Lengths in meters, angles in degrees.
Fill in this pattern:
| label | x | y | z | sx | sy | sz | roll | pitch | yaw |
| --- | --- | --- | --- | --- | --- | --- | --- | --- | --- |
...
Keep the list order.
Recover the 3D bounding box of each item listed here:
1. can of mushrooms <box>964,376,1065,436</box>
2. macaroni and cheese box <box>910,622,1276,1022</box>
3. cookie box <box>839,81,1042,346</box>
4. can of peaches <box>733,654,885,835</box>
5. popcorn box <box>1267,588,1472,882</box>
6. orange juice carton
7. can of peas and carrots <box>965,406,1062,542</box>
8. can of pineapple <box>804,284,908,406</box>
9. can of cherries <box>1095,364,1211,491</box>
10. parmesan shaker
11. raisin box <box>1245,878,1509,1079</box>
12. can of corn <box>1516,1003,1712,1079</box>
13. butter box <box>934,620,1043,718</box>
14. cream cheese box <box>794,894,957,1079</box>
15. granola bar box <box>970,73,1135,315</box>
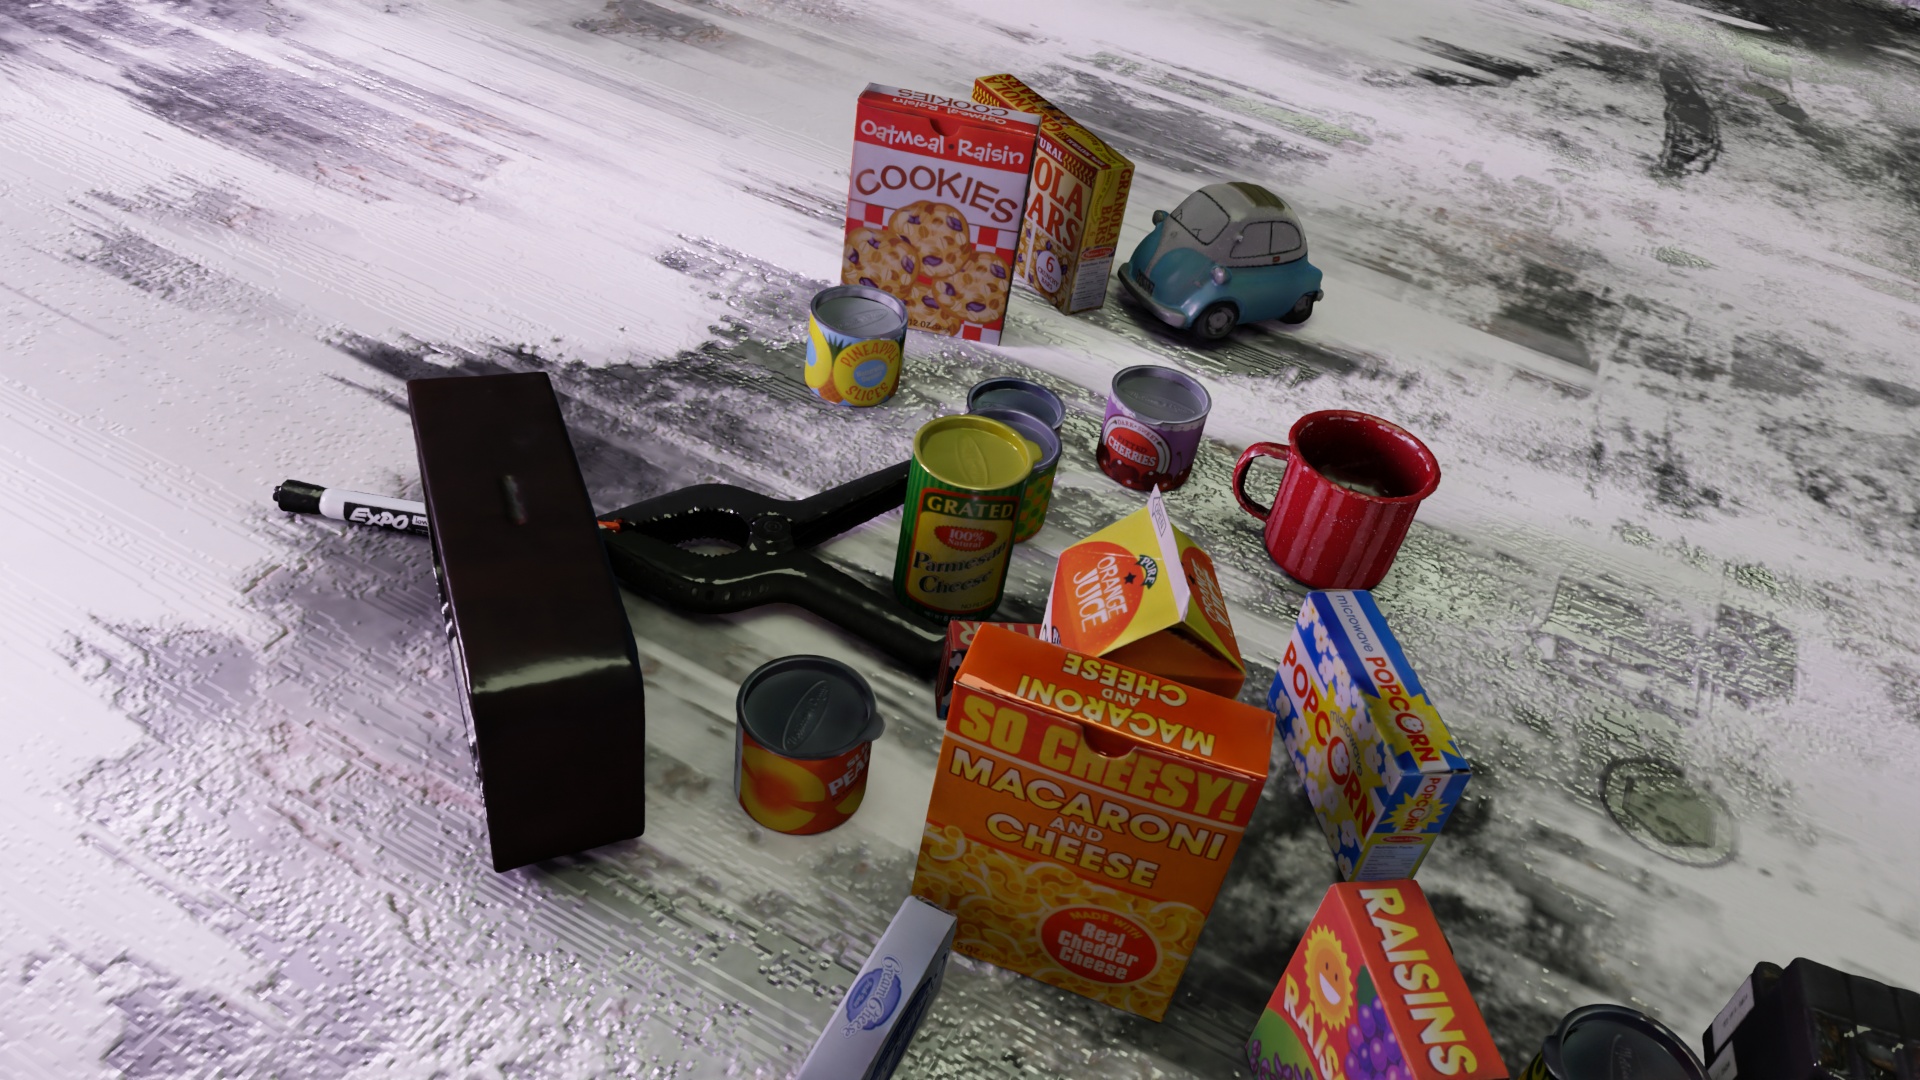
| label | x | y | z | sx | sy | sz | roll | pitch | yaw |
| --- | --- | --- | --- | --- | --- | --- | --- | --- | --- |
| can of mushrooms | 0.033 | -0.075 | 0.916 | 0.071 | 0.033 | 0.071 | 6 | 40 | -5 |
| macaroni and cheese box | 0.048 | 0.123 | 0.581 | 0.124 | 0.165 | 0.040 | 17 | 40 | 8 |
| cookie box | -0.018 | -0.227 | 0.980 | 0.123 | 0.166 | 0.040 | 11 | 40 | 1 |
| can of peaches | -0.073 | 0.099 | 0.667 | 0.071 | 0.057 | 0.071 | 6 | 40 | -5 |
| popcorn box | 0.203 | 0.097 | 0.708 | 0.038 | 0.084 | 0.127 | 0 | 41 | -13 |
| orange juice carton | 0.074 | 0.070 | 0.628 | 0.073 | 0.191 | 0.072 | 4 | 40 | -8 |
| can of peas and carrots | 0.023 | -0.039 | 0.850 | 0.071 | 0.058 | 0.071 | 6 | 40 | -5 |
| can of pineapple | -0.070 | -0.131 | 0.940 | 0.071 | 0.057 | 0.071 | 6 | 40 | -5 |
| can of cherries | 0.125 | -0.073 | 0.914 | 0.071 | 0.058 | 0.072 | 6 | 40 | -5 |
| parmesan shaker | 0.003 | -0.010 | 0.777 | 0.071 | 0.102 | 0.072 | 6 | 40 | -5 |
| raisin box | 0.158 | 0.203 | 0.543 | 0.040 | 0.122 | 0.086 | 1 | 41 | -11 |
| can of corn | 0.266 | 0.237 | 0.577 | 0.071 | 0.058 | 0.071 | 6 | 40 | -5 |
| butter box | 0.041 | 0.070 | 0.730 | 0.103 | 0.052 | 0.024 | 3 | 40 | -9 |
| cream cheese box | -0.036 | 0.199 | 0.560 | 0.024 | 0.053 | 0.104 | 22 | 41 | 14 |
| granola bar box | 0.060 | -0.272 | 1.084 | 0.039 | 0.123 | 0.166 | -17 | 47 | -29 |
